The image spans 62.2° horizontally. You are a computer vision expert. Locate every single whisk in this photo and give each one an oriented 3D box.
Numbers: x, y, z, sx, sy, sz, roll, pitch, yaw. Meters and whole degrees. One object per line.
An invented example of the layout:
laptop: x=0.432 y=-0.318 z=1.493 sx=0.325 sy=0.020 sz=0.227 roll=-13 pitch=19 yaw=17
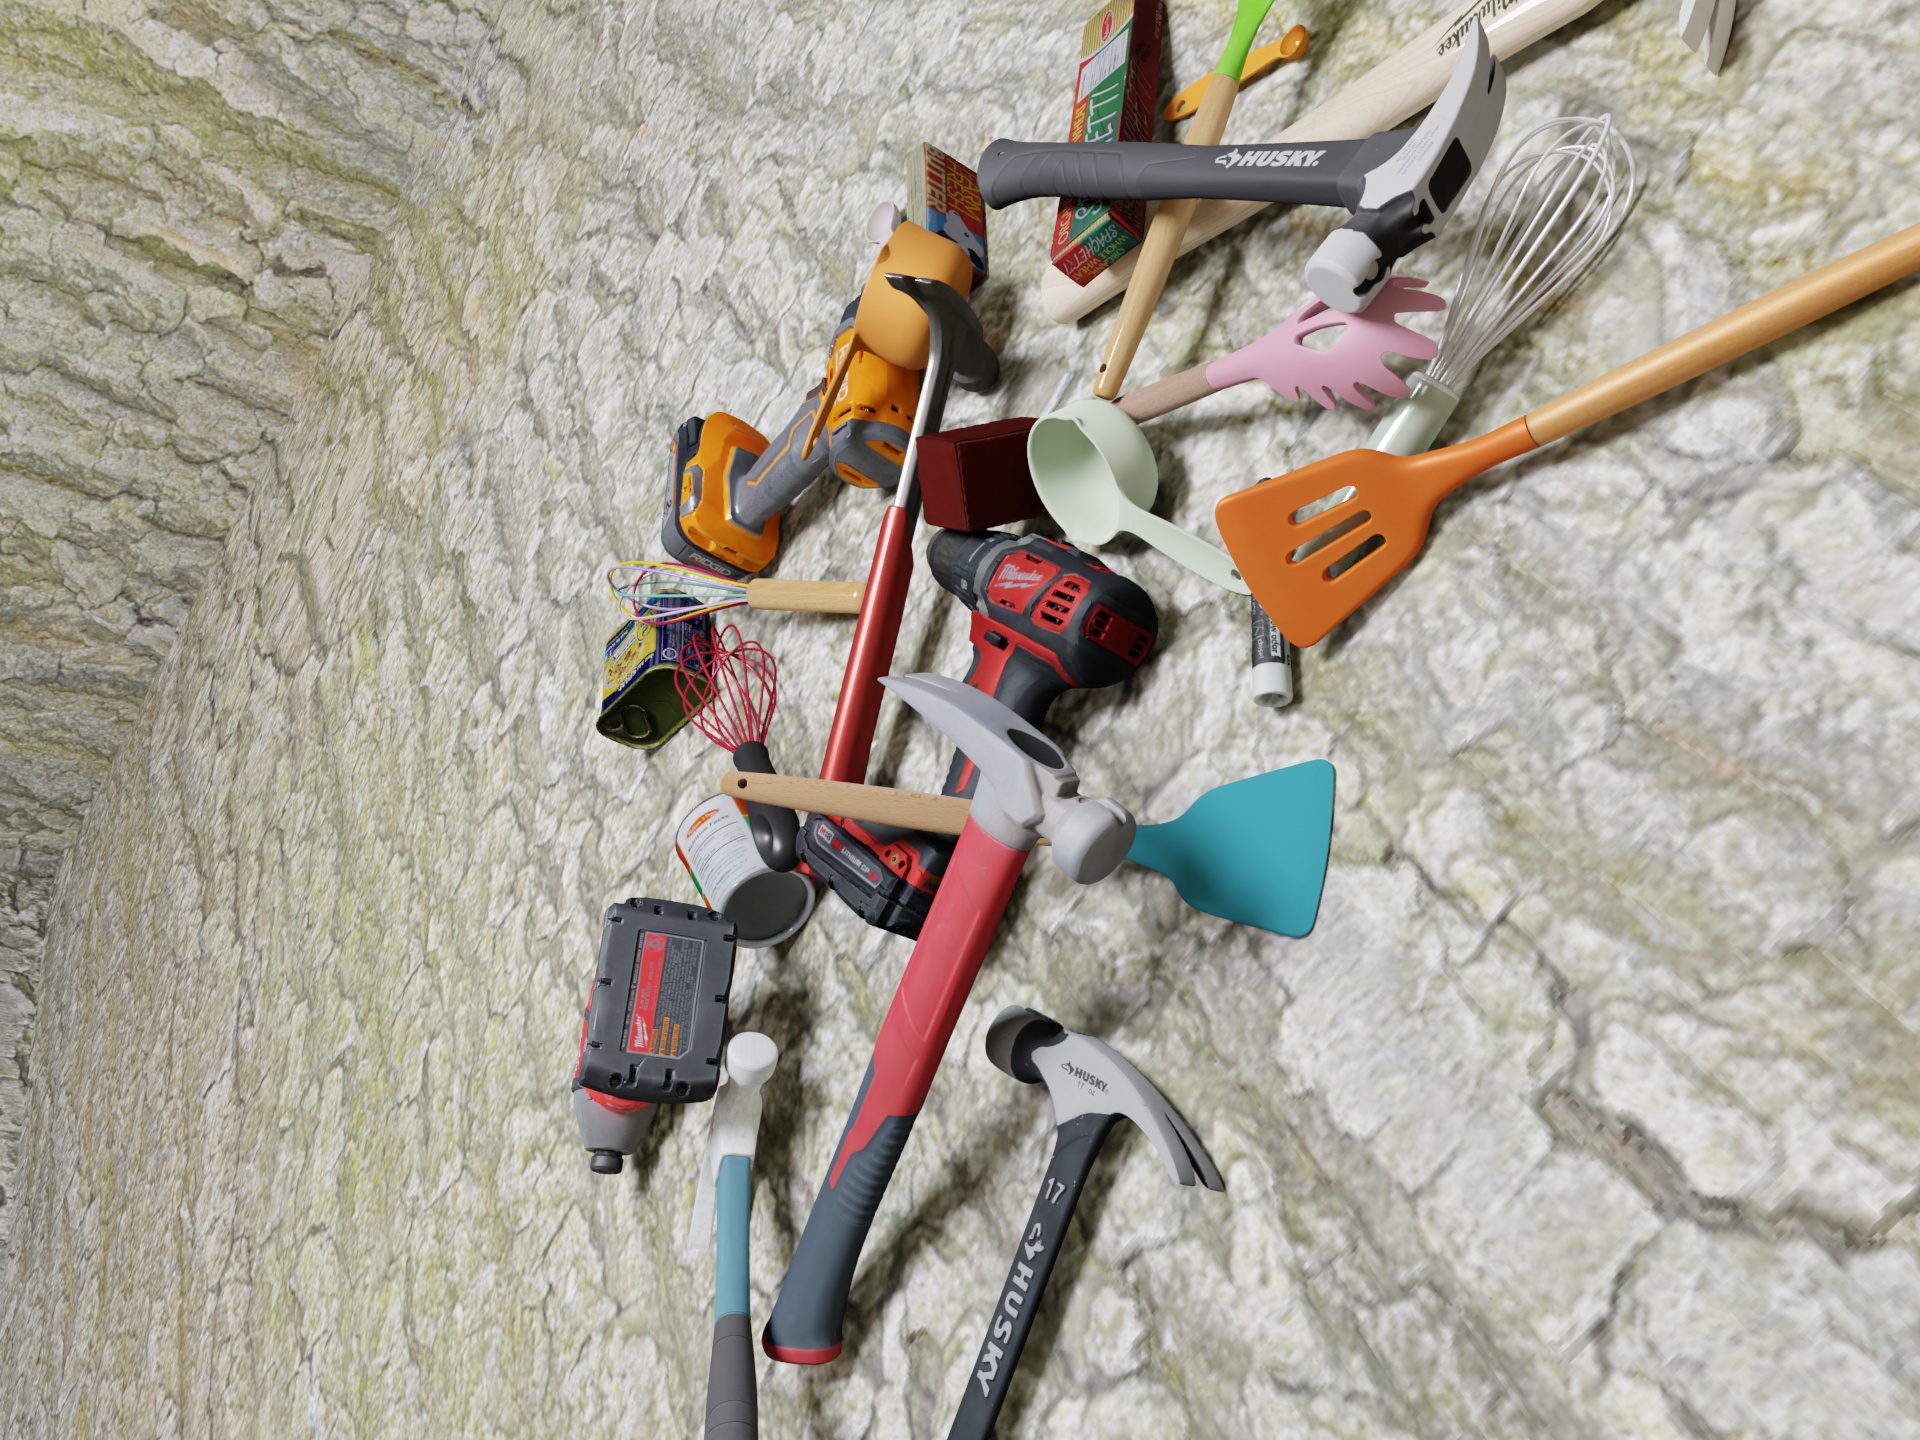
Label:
whisk: x=-0.159 y=-0.087 z=1.126 sx=0.245 sy=0.051 sz=0.047 roll=5 pitch=96 yaw=34
whisk: x=0.218 y=-0.158 z=0.716 sx=0.246 sy=0.058 sz=0.059 roll=-59 pitch=2 yaw=17
whisk: x=-0.140 y=0.014 z=1.038 sx=0.073 sy=0.073 sz=0.296 roll=-57 pitch=29 yaw=15

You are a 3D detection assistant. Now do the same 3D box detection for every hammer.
hammer: x=-0.047 y=-0.080 z=0.964 sx=0.037 sy=0.149 sz=0.359 roll=13 pitch=88 yaw=18
hammer: x=0.003 y=0.346 z=0.733 sx=0.149 sy=0.036 sz=0.409 roll=17 pitch=86 yaw=53
hammer: x=0.192 y=-0.298 z=0.827 sx=0.410 sy=0.038 sz=0.146 roll=-21 pitch=58 yaw=46
hammer: x=-0.118 y=0.326 z=0.823 sx=0.331 sy=0.033 sz=0.128 roll=-100 pitch=22 yaw=-53
hammer: x=-0.040 y=0.166 z=0.786 sx=0.143 sy=0.038 sz=0.386 roll=39 pitch=121 yaw=33
hammer: x=0.117 y=-0.281 z=0.802 sx=0.146 sy=0.035 sz=0.335 roll=-52 pitch=38 yaw=-9

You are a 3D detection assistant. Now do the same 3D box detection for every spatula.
spatula: x=0.254 y=-0.125 z=0.645 sx=0.322 sy=0.081 sz=0.041 roll=-26 pitch=11 yaw=39
spatula: x=0.021 y=0.046 z=0.777 sx=0.317 sy=0.044 sz=0.082 roll=6 pitch=75 yaw=19

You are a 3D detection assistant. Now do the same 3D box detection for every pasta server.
pasta server: x=0.123 y=-0.169 z=0.822 sx=0.316 sy=0.040 sz=0.060 roll=-4 pitch=72 yaw=64

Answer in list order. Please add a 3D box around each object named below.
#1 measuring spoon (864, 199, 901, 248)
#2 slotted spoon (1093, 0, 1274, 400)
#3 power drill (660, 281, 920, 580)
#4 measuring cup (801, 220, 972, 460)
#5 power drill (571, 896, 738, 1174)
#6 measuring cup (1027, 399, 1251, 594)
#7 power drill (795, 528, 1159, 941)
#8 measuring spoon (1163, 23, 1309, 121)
measuring spoon: x=-0.043 y=-0.341 z=1.177 sx=0.034 sy=0.018 sz=0.124 roll=-44 pitch=48 yaw=29
slotted spoon: x=0.133 y=-0.322 z=0.862 sx=0.070 sy=0.031 sz=0.314 roll=23 pitch=92 yaw=56
power drill: x=-0.117 y=-0.211 z=1.148 sx=0.226 sy=0.084 sz=0.164 roll=-26 pitch=52 yaw=38
measuring cup: x=-0.045 y=-0.234 z=1.023 sx=0.095 sy=0.052 sz=0.174 roll=92 pitch=-158 yaw=-79
power drill: x=-0.203 y=0.201 z=0.997 sx=0.219 sy=0.078 sz=0.143 roll=130 pitch=148 yaw=-61
measuring cup: x=0.103 y=-0.115 z=0.840 sx=0.168 sy=0.038 sz=0.083 roll=38 pitch=148 yaw=35
power drill: x=-0.001 y=-0.003 z=0.890 sx=0.188 sy=0.080 sz=0.226 roll=34 pitch=97 yaw=54
measuring spoon: x=0.161 y=-0.376 z=0.933 sx=0.117 sy=0.011 sz=0.021 roll=-8 pitch=67 yaw=55
